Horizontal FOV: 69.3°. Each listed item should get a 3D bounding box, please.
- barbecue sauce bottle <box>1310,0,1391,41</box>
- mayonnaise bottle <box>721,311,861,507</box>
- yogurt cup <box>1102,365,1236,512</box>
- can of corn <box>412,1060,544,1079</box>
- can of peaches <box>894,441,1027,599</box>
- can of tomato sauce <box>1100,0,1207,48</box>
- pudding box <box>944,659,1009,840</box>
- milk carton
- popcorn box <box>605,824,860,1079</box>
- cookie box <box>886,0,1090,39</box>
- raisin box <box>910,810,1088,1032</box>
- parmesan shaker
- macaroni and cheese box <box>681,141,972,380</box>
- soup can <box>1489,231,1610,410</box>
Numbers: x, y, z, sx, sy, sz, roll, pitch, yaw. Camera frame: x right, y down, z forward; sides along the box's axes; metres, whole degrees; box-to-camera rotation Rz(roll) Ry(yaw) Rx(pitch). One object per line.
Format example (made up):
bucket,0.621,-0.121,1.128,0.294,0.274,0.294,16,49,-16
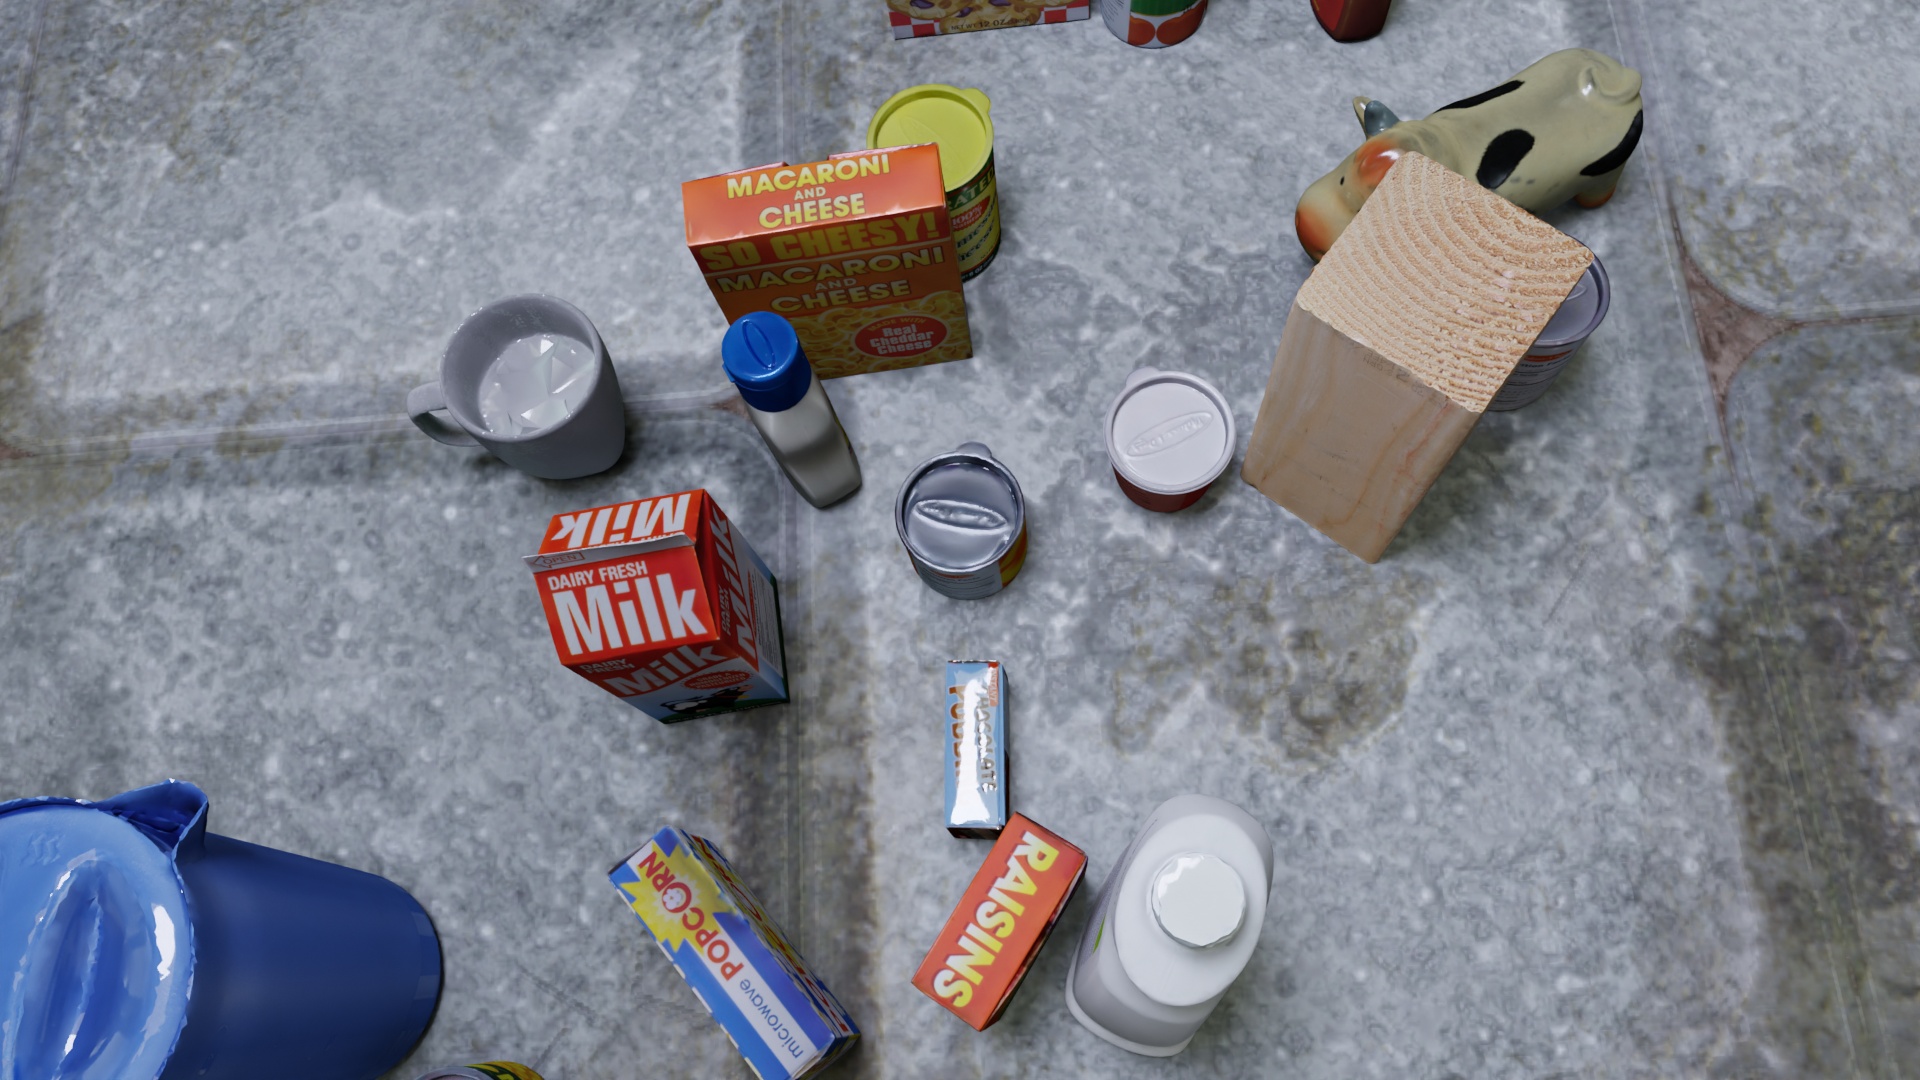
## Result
barbecue sauce bottle,0.228,-0.349,0.773,0.044,0.148,0.065,-13,72,1
mayonnaise bottle,-0.086,-0.068,0.708,0.041,0.147,0.065,-29,72,-5
yogurt cup,0.109,-0.049,0.735,0.072,0.053,0.072,-1,72,4
can of corn,-0.227,0.280,0.653,0.071,0.058,0.071,-1,72,4
can of peaches,0.003,-0.009,0.729,0.071,0.058,0.071,-1,72,4
can of tomato sauce,0.117,-0.341,0.814,0.071,0.083,0.071,-1,72,4
pudding box,0.009,0.105,0.695,0.030,0.049,0.084,-1,72,4
milk carton,-0.138,0.031,0.657,0.072,0.190,0.073,-10,72,2
popcorn box,-0.105,0.197,0.656,0.038,0.085,0.127,-41,74,-8
cookie box,0.011,-0.356,0.783,0.123,0.167,0.040,-5,72,3
raisin box,0.021,0.175,0.633,0.040,0.123,0.086,31,77,13
parmesan shaker,-0.010,-0.195,0.766,0.071,0.103,0.071,-1,72,4
macaroni and cheese box,-0.062,-0.137,0.719,0.124,0.166,0.040,-8,72,2
soup can,0.291,-0.116,0.726,0.071,0.083,0.071,-1,72,4
